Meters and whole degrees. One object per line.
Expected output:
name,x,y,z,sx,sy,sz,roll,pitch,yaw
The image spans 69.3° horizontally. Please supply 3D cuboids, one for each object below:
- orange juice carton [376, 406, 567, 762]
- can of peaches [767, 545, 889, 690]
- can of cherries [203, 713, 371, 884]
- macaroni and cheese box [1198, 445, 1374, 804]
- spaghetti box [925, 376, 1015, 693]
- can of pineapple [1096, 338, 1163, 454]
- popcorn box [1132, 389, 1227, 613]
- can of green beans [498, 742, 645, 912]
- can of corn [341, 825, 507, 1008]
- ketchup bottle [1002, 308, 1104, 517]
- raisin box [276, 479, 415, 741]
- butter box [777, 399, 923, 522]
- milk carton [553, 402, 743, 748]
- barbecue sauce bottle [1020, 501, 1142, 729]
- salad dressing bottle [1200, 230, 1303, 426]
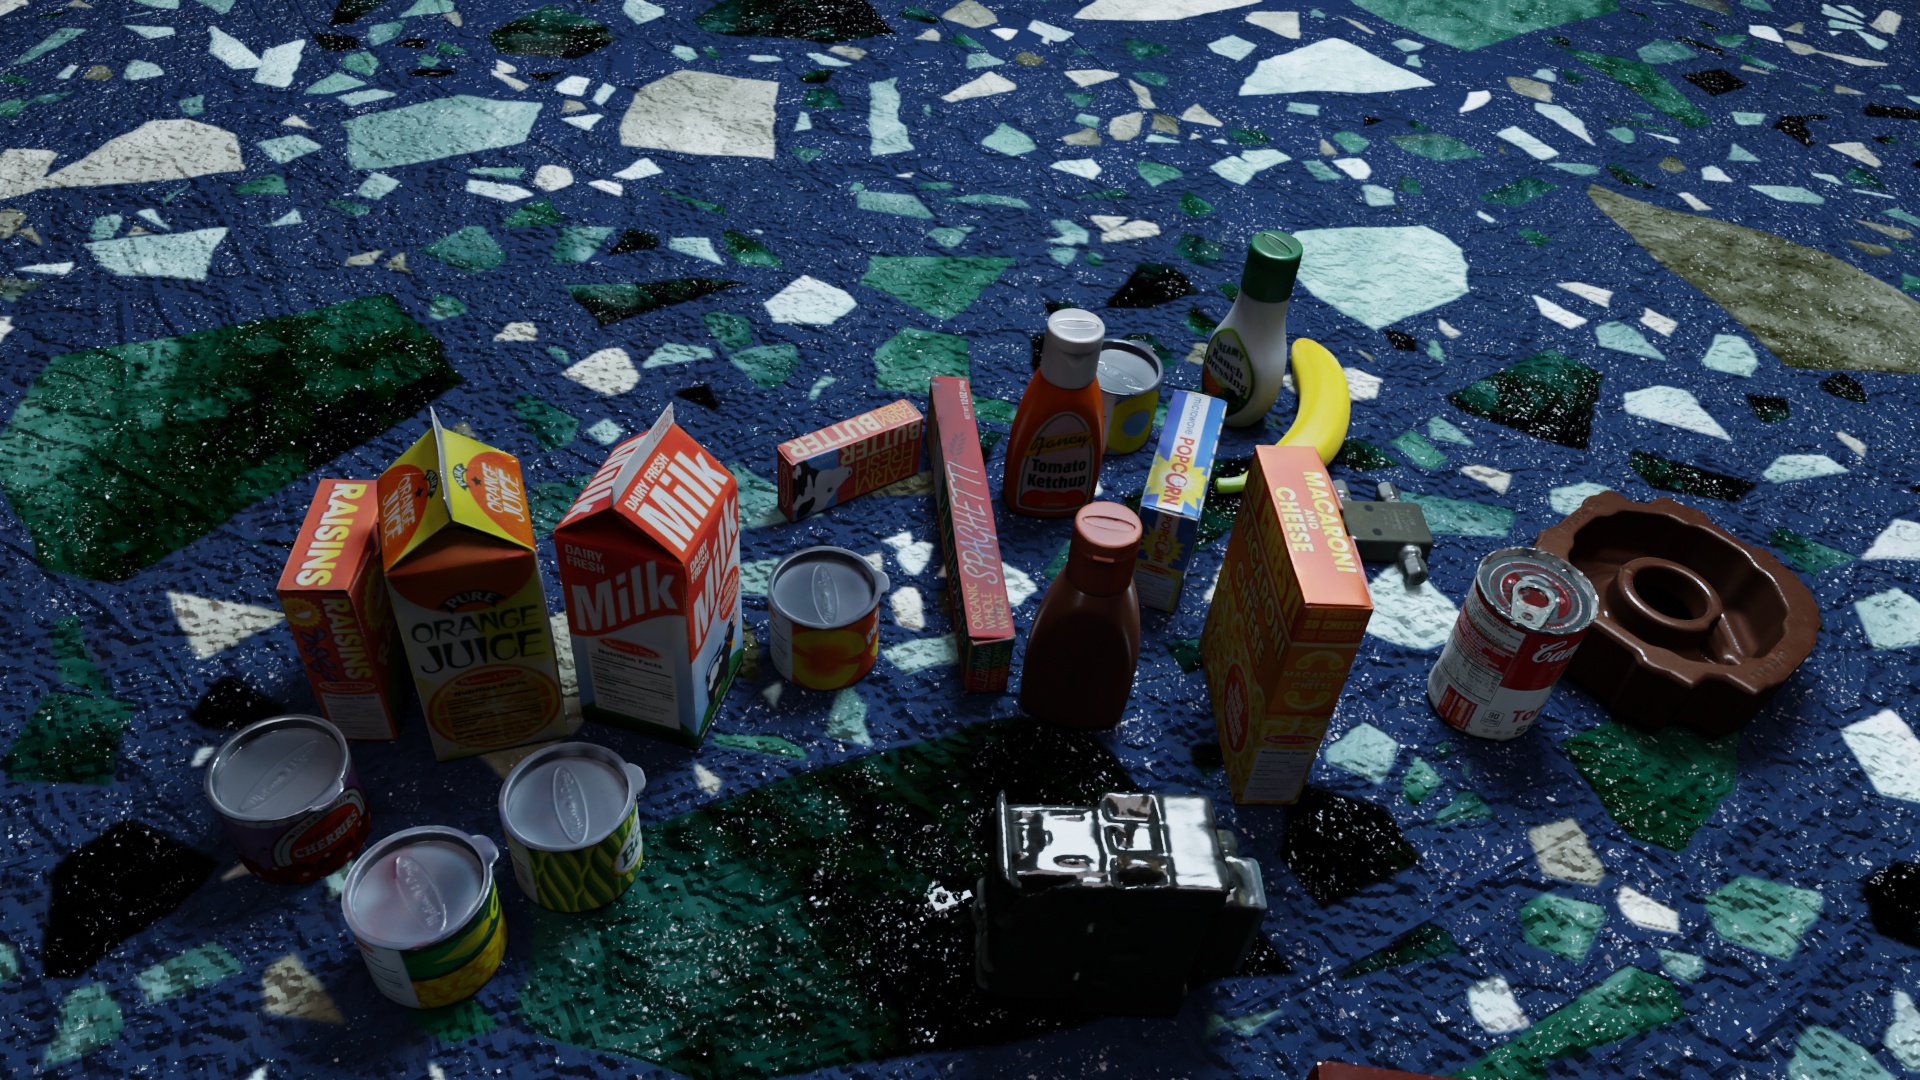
orange juice carton,-0.258,0.025,0.731,0.073,0.191,0.072,-10,46,-17
can of peaches,-0.079,0.046,0.826,0.071,0.057,0.071,3,44,-3
can of cherries,-0.338,0.133,0.705,0.071,0.058,0.072,3,44,-3
macaroni and cheese box,0.177,0.048,0.776,0.040,0.165,0.124,1,44,-5
spaghetti box,0.003,-0.011,0.902,0.029,0.049,0.251,-1,44,-8
can of pineapple,0.111,-0.104,1.006,0.071,0.057,0.071,3,44,-3
popcorn box,0.141,-0.028,0.909,0.038,0.084,0.127,15,44,9
can of green beans,-0.197,0.147,0.708,0.071,0.057,0.071,3,44,-3
can of corn,-0.253,0.180,0.667,0.071,0.058,0.071,3,44,-3
ketchup bottle,0.066,-0.082,0.911,0.065,0.148,0.044,0,44,-6
raisin box,-0.327,0.039,0.758,0.040,0.122,0.086,2,44,-5
butter box,-0.074,-0.055,0.936,0.104,0.052,0.024,-24,51,-28
milk carton,-0.165,0.020,0.749,0.073,0.189,0.073,14,44,8
barbecue sauce bottle,0.072,0.044,0.781,0.065,0.147,0.044,10,44,4
salad dressing bottle,0.211,-0.151,1.001,0.044,0.146,0.064,-20,50,-25
